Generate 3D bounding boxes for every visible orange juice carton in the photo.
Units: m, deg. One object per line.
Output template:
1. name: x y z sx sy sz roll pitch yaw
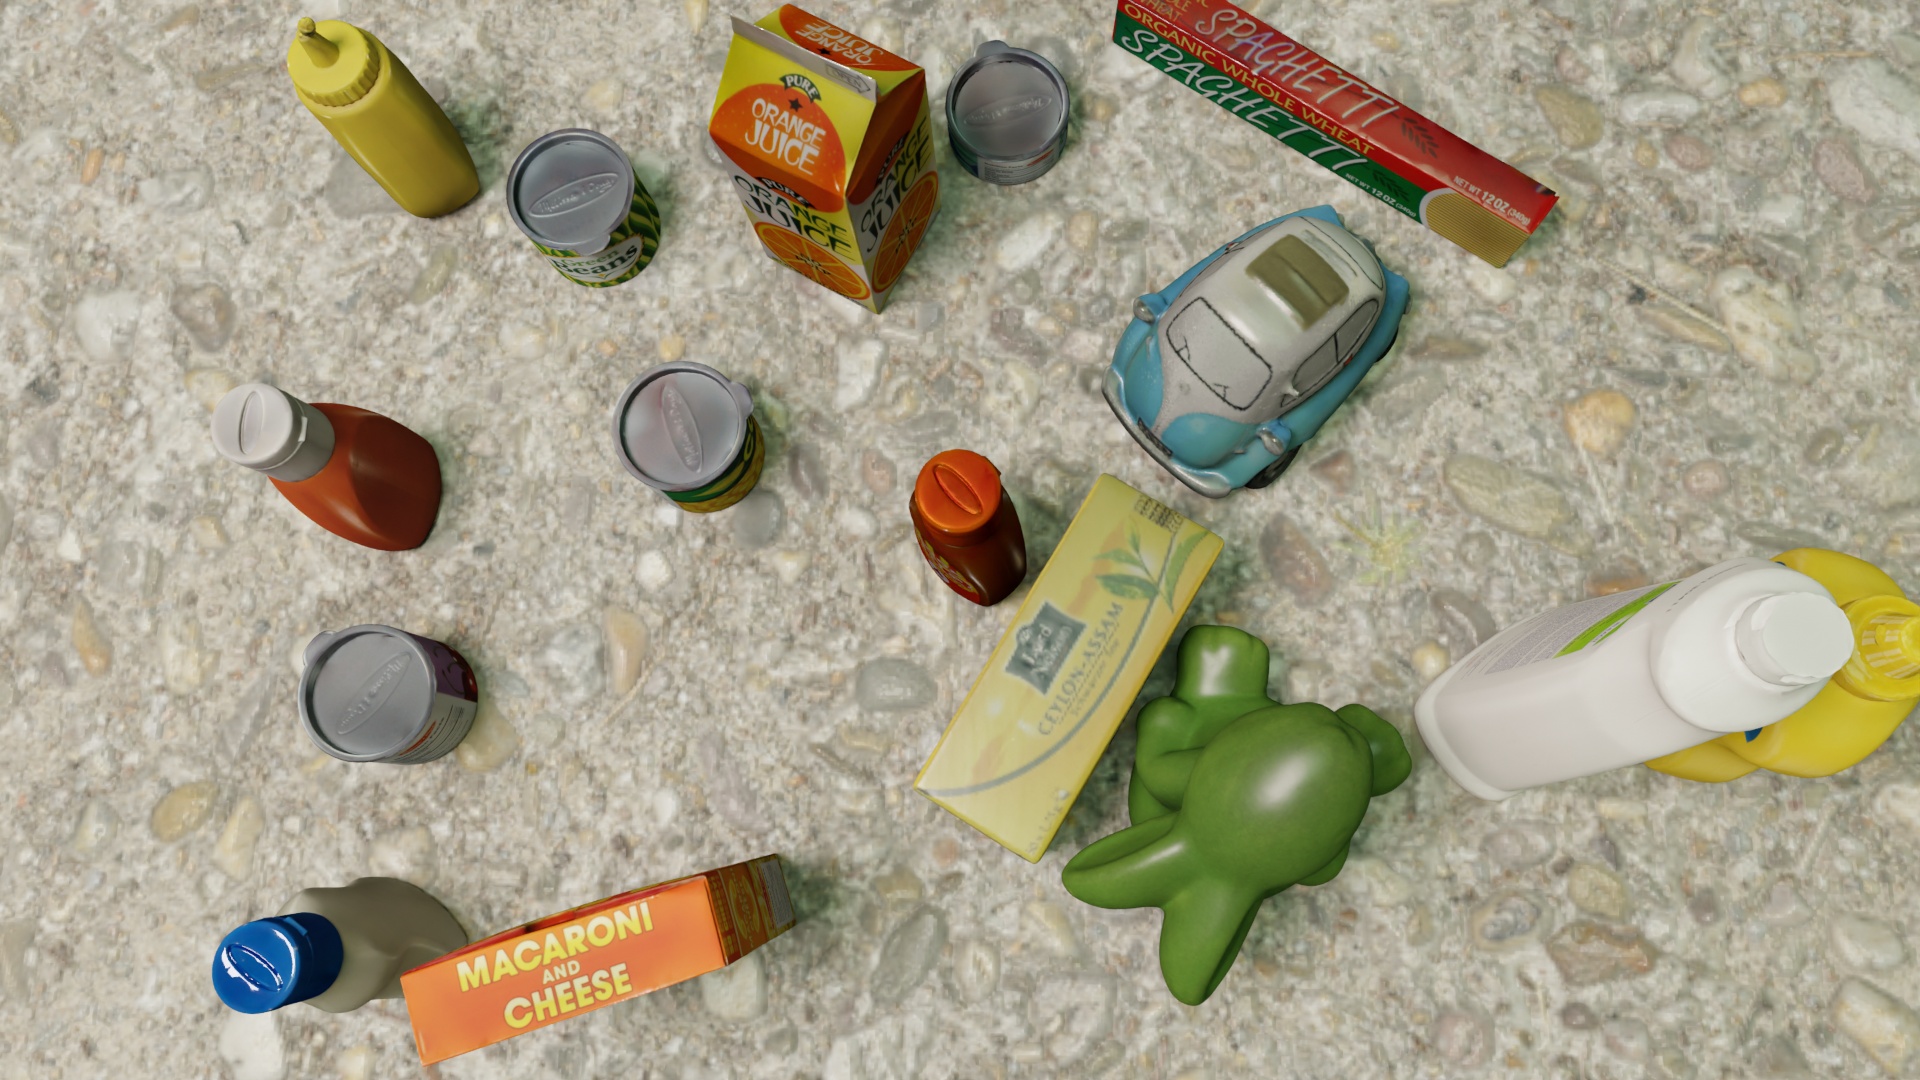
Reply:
1. orange juice carton: -0.061 -0.184 0.660 0.072 0.192 0.073 29 82 7

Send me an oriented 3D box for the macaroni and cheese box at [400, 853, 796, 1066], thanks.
1. macaroni and cheese box: -0.148 0.176 0.606 0.124 0.166 0.040 -18 79 -1

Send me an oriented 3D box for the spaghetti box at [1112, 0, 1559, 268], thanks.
1. spaghetti box: 0.190 -0.226 0.732 0.250 0.050 0.029 33 82 8

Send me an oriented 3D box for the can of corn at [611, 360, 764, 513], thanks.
1. can of corn: -0.134 -0.052 0.705 0.071 0.058 0.071 0 79 2

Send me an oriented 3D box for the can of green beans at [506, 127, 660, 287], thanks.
1. can of green beans: -0.197 -0.174 0.732 0.071 0.057 0.071 0 79 2

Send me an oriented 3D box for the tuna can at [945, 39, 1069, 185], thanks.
1. tuna can: 0.025 -0.230 0.747 0.071 0.032 0.071 0 79 2

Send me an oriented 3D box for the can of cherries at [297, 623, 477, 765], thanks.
1. can of cherries: -0.282 0.075 0.686 0.071 0.058 0.071 0 79 2

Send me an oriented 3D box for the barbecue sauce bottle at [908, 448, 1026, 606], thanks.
1. barbecue sauce bottle: 0.002 -0.008 0.646 0.044 0.148 0.065 -41 81 -5

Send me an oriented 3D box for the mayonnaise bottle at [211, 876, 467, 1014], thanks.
1. mayonnaise bottle: -0.276 0.181 0.619 0.065 0.148 0.041 35 83 8

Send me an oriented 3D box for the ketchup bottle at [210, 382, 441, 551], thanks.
1. ketchup bottle: -0.298 -0.037 0.662 0.043 0.148 0.065 2 80 3

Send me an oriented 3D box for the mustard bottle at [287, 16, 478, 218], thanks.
1. mustard bottle: -0.293 -0.217 0.691 0.049 0.160 0.065 -31 80 -4
